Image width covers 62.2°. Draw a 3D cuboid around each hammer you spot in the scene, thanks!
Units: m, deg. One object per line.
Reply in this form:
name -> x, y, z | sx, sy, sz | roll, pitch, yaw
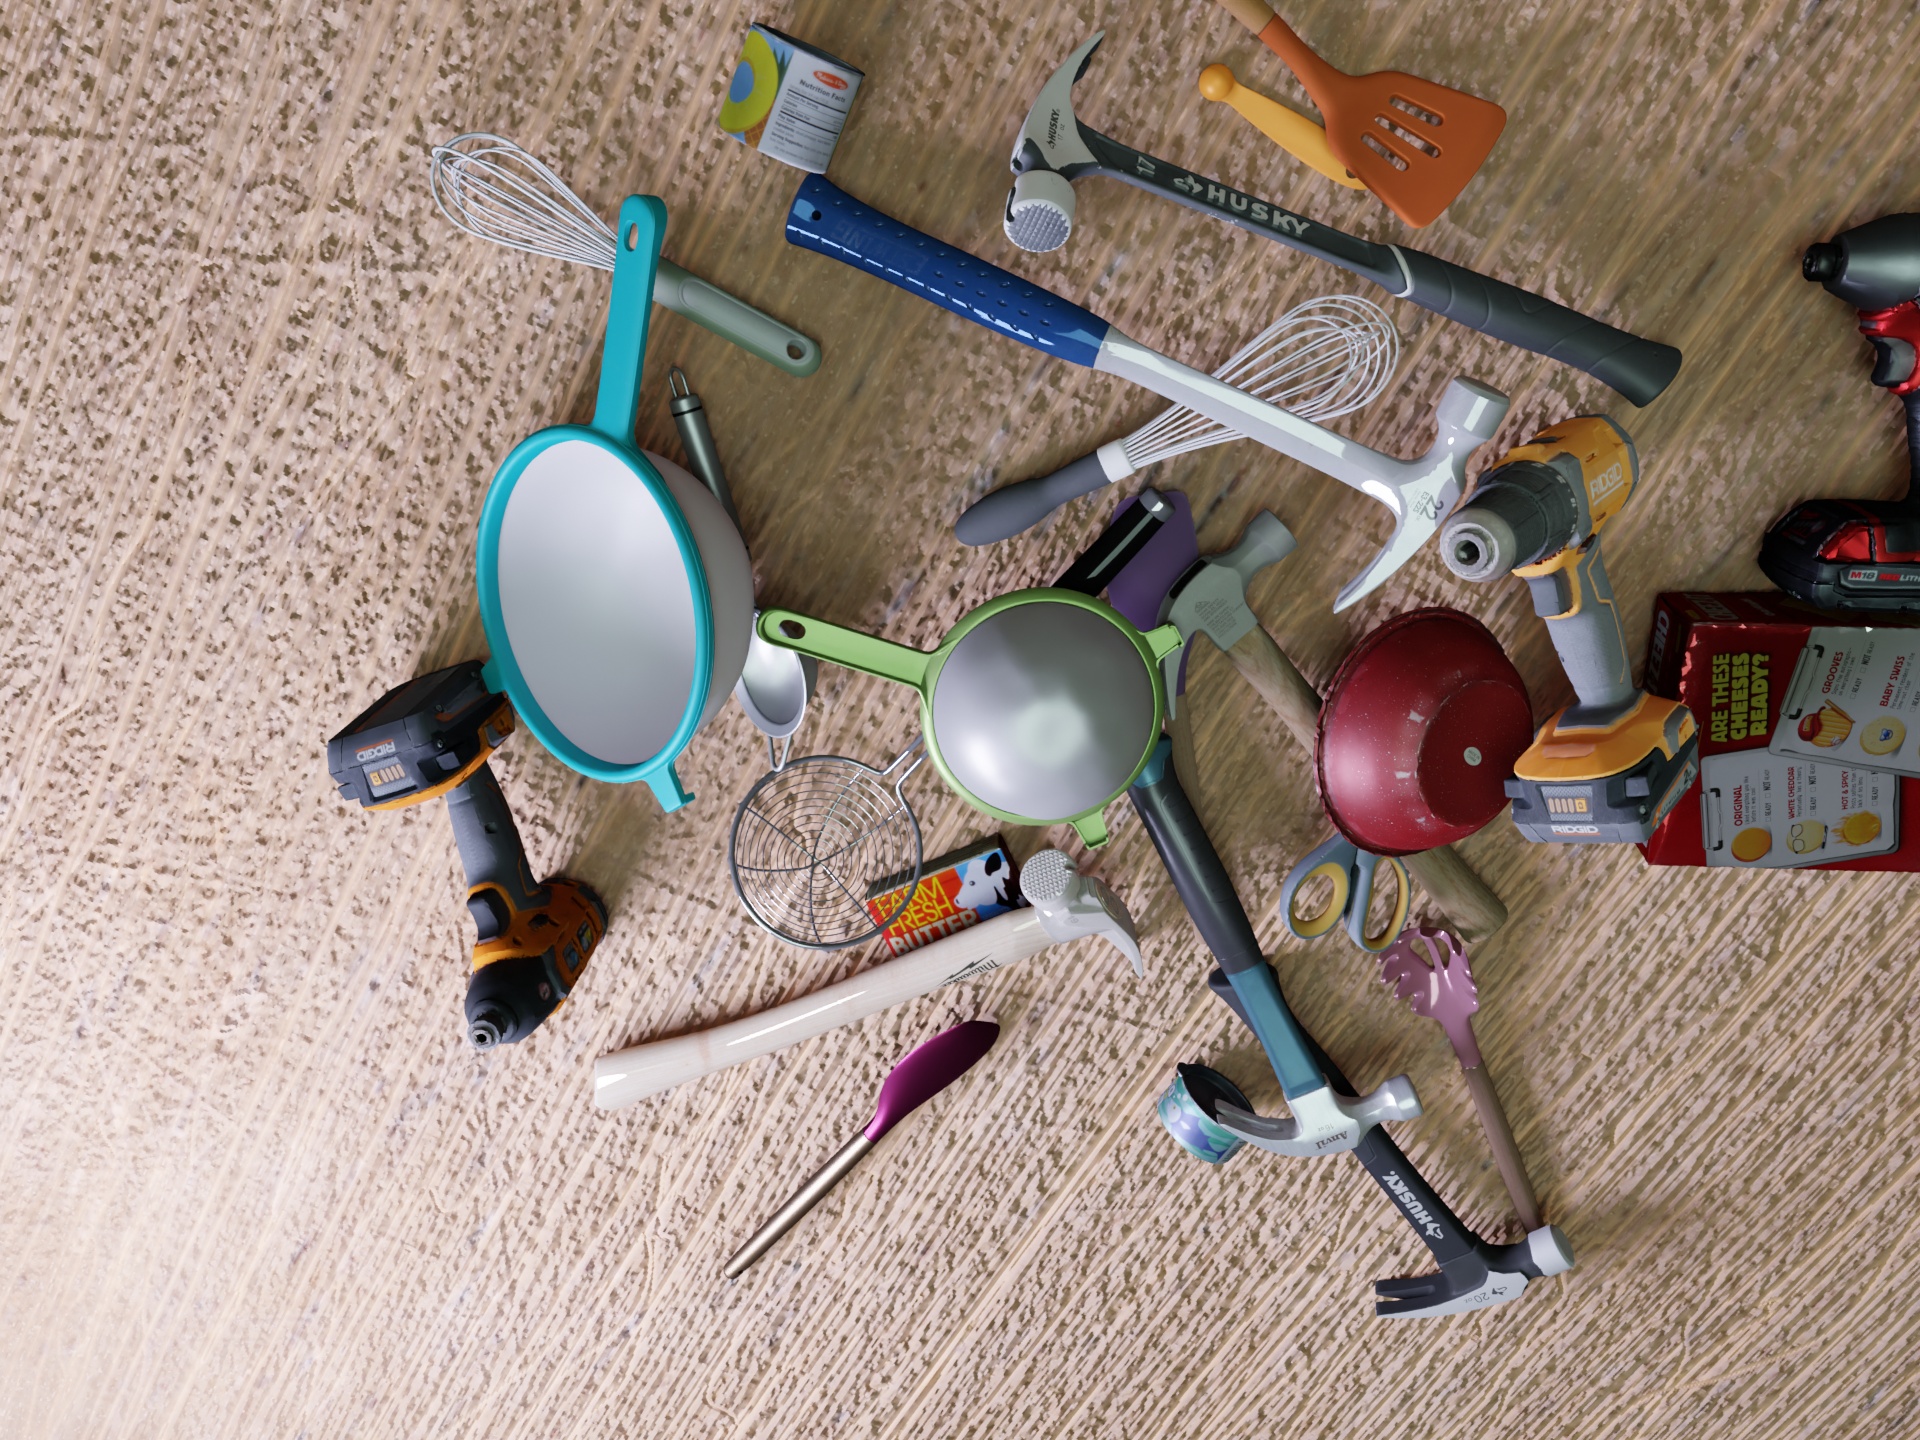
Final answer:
hammer -> -0.076, 0.199, 1.102 | 0.410, 0.038, 0.146 | -23, 141, 18
hammer -> 0.284, 0.299, 1.135 | 0.146, 0.035, 0.334 | -33, 105, 25
hammer -> 0.183, 0.149, 1.052 | 0.128, 0.033, 0.331 | -26, 104, 10
hammer -> 0.222, -0.259, 0.881 | 0.408, 0.149, 0.036 | 17, 150, -13
hammer -> 0.087, -0.200, 0.894 | 0.405, 0.035, 0.144 | 26, 115, 5
hammer -> 0.246, 0.027, 1.024 | 0.130, 0.031, 0.331 | -41, 108, 7

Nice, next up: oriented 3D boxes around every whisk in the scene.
whisk -> -0.191, -0.266, 0.923 | 0.246, 0.059, 0.058 | 27, 84, -12
whisk -> 0.122, -0.167, 0.944 | 0.284, 0.070, 0.070 | -24, 110, 17

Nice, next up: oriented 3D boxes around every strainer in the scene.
strainer -> -0.179, -0.132, 0.932 | 0.211, 0.095, 0.340 | 29, 118, 32
strainer -> 0.002, -0.016, 0.938 | 0.256, 0.069, 0.151 | 17, 104, -9
strainer -> -0.135, -0.095, 0.994 | 0.087, 0.050, 0.258 | 3, 115, 50

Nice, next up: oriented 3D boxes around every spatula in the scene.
spatula -> 0.139, 0.006, 1.034 | 0.060, 0.018, 0.315 | -8, 111, 8
spatula -> 0.149, -0.393, 0.853 | 0.322, 0.041, 0.081 | 37, 92, -10

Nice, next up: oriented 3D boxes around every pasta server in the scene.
pasta server -> 0.367, 0.266, 1.122 | 0.060, 0.040, 0.316 | -12, 115, 31

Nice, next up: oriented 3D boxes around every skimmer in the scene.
skimmer -> -0.002, -0.003, 0.993 | 0.127, 0.090, 0.363 | 44, 110, -1

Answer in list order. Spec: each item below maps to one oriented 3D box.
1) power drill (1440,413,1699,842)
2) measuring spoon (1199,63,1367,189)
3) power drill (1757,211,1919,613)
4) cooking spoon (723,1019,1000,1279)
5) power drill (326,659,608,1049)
power drill -> 0.338, -0.044, 0.891 | 0.084, 0.185, 0.226 | -4, 108, 43
measuring spoon -> 0.185, -0.332, 0.893 | 0.117, 0.011, 0.021 | 29, 111, -9
power drill -> 0.539, -0.176, 0.908 | 0.143, 0.079, 0.219 | 3, 110, 2
cooking spoon -> -0.080, 0.319, 1.167 | 0.068, 0.017, 0.319 | 18, 123, -44
power drill -> -0.310, 0.092, 1.016 | 0.084, 0.164, 0.226 | -17, 109, 12
